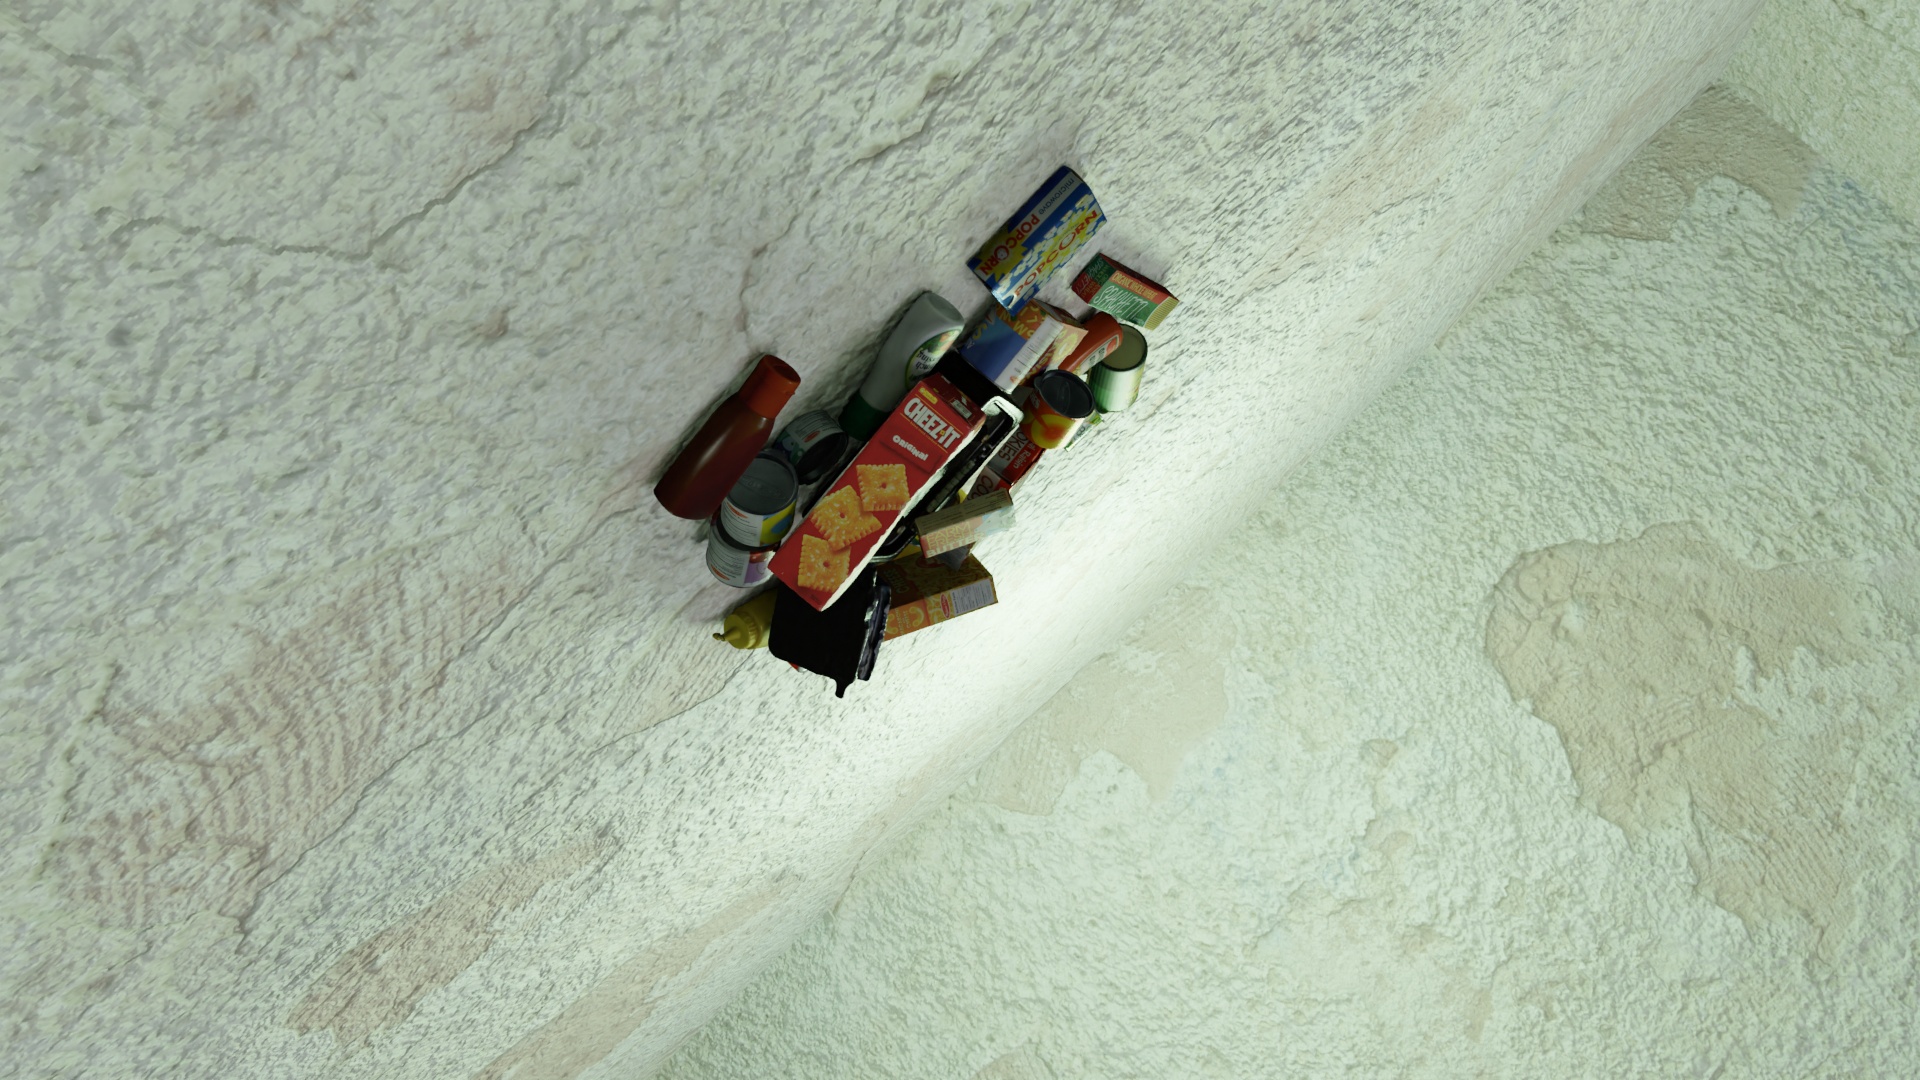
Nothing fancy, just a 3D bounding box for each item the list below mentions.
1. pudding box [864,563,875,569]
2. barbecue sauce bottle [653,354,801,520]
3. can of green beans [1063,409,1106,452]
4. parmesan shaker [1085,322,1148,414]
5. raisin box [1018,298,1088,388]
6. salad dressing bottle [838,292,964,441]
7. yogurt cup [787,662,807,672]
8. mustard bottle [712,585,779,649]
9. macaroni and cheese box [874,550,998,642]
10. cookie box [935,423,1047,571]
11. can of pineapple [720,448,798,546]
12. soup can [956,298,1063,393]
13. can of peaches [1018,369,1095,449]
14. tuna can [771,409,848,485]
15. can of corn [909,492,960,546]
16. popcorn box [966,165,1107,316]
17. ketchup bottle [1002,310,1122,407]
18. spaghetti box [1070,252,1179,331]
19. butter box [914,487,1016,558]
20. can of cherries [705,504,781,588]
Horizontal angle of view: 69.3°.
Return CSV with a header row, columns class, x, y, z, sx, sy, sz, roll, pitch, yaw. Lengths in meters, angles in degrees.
class,x,y,z,sx,sy,sz,roll,pitch,yaw
pudding box,-0.116,0.014,1.553,0.050,0.030,0.083,-33,161,-34
barbecue sauce bottle,-0.185,-0.083,1.123,0.148,0.044,0.065,-50,163,20
can of green beans,0.127,-0.147,1.653,0.058,0.071,0.071,-44,164,3
parmesan shaker,0.183,-0.201,1.643,0.071,0.071,0.102,-39,163,-14
raisin box,0.075,-0.203,1.438,0.086,0.040,0.123,-49,164,17
salad dressing bottle,-0.056,-0.153,1.247,0.147,0.044,0.064,-50,163,26
yogurt cup,-0.183,0.116,1.612,0.072,0.054,0.072,-38,163,-13
mustard bottle,-0.206,0.085,1.488,0.161,0.049,0.065,-23,151,-50
macaroni and cheese box,-0.056,0.058,1.579,0.167,0.124,0.040,-18,114,-12
cookie box,0.040,-0.056,1.533,0.123,0.040,0.166,-51,176,-41
can of pineapple,-0.176,-0.037,1.220,0.071,0.071,0.057,-34,162,-27
soup can,0.047,-0.196,1.342,0.083,0.071,0.071,-51,162,11
can of peaches,0.099,-0.139,1.472,0.071,0.071,0.057,-30,163,-38
tuna can,-0.137,-0.083,1.255,0.071,0.033,0.071,-39,163,-14
can of corn,-0.043,-0.035,1.535,0.071,0.071,0.058,-24,154,-49
popcorn box,0.071,-0.270,1.261,0.126,0.038,0.085,-45,165,6
ketchup bottle,0.111,-0.194,1.540,0.149,0.043,0.064,-38,170,-15
spaghetti box,0.186,-0.273,1.544,0.050,0.029,0.250,-49,163,17
butter box,0.005,-0.018,1.435,0.103,0.024,0.053,-19,153,-3
can of cherries,-0.196,-0.001,1.268,0.072,0.071,0.058,-33,160,-31
